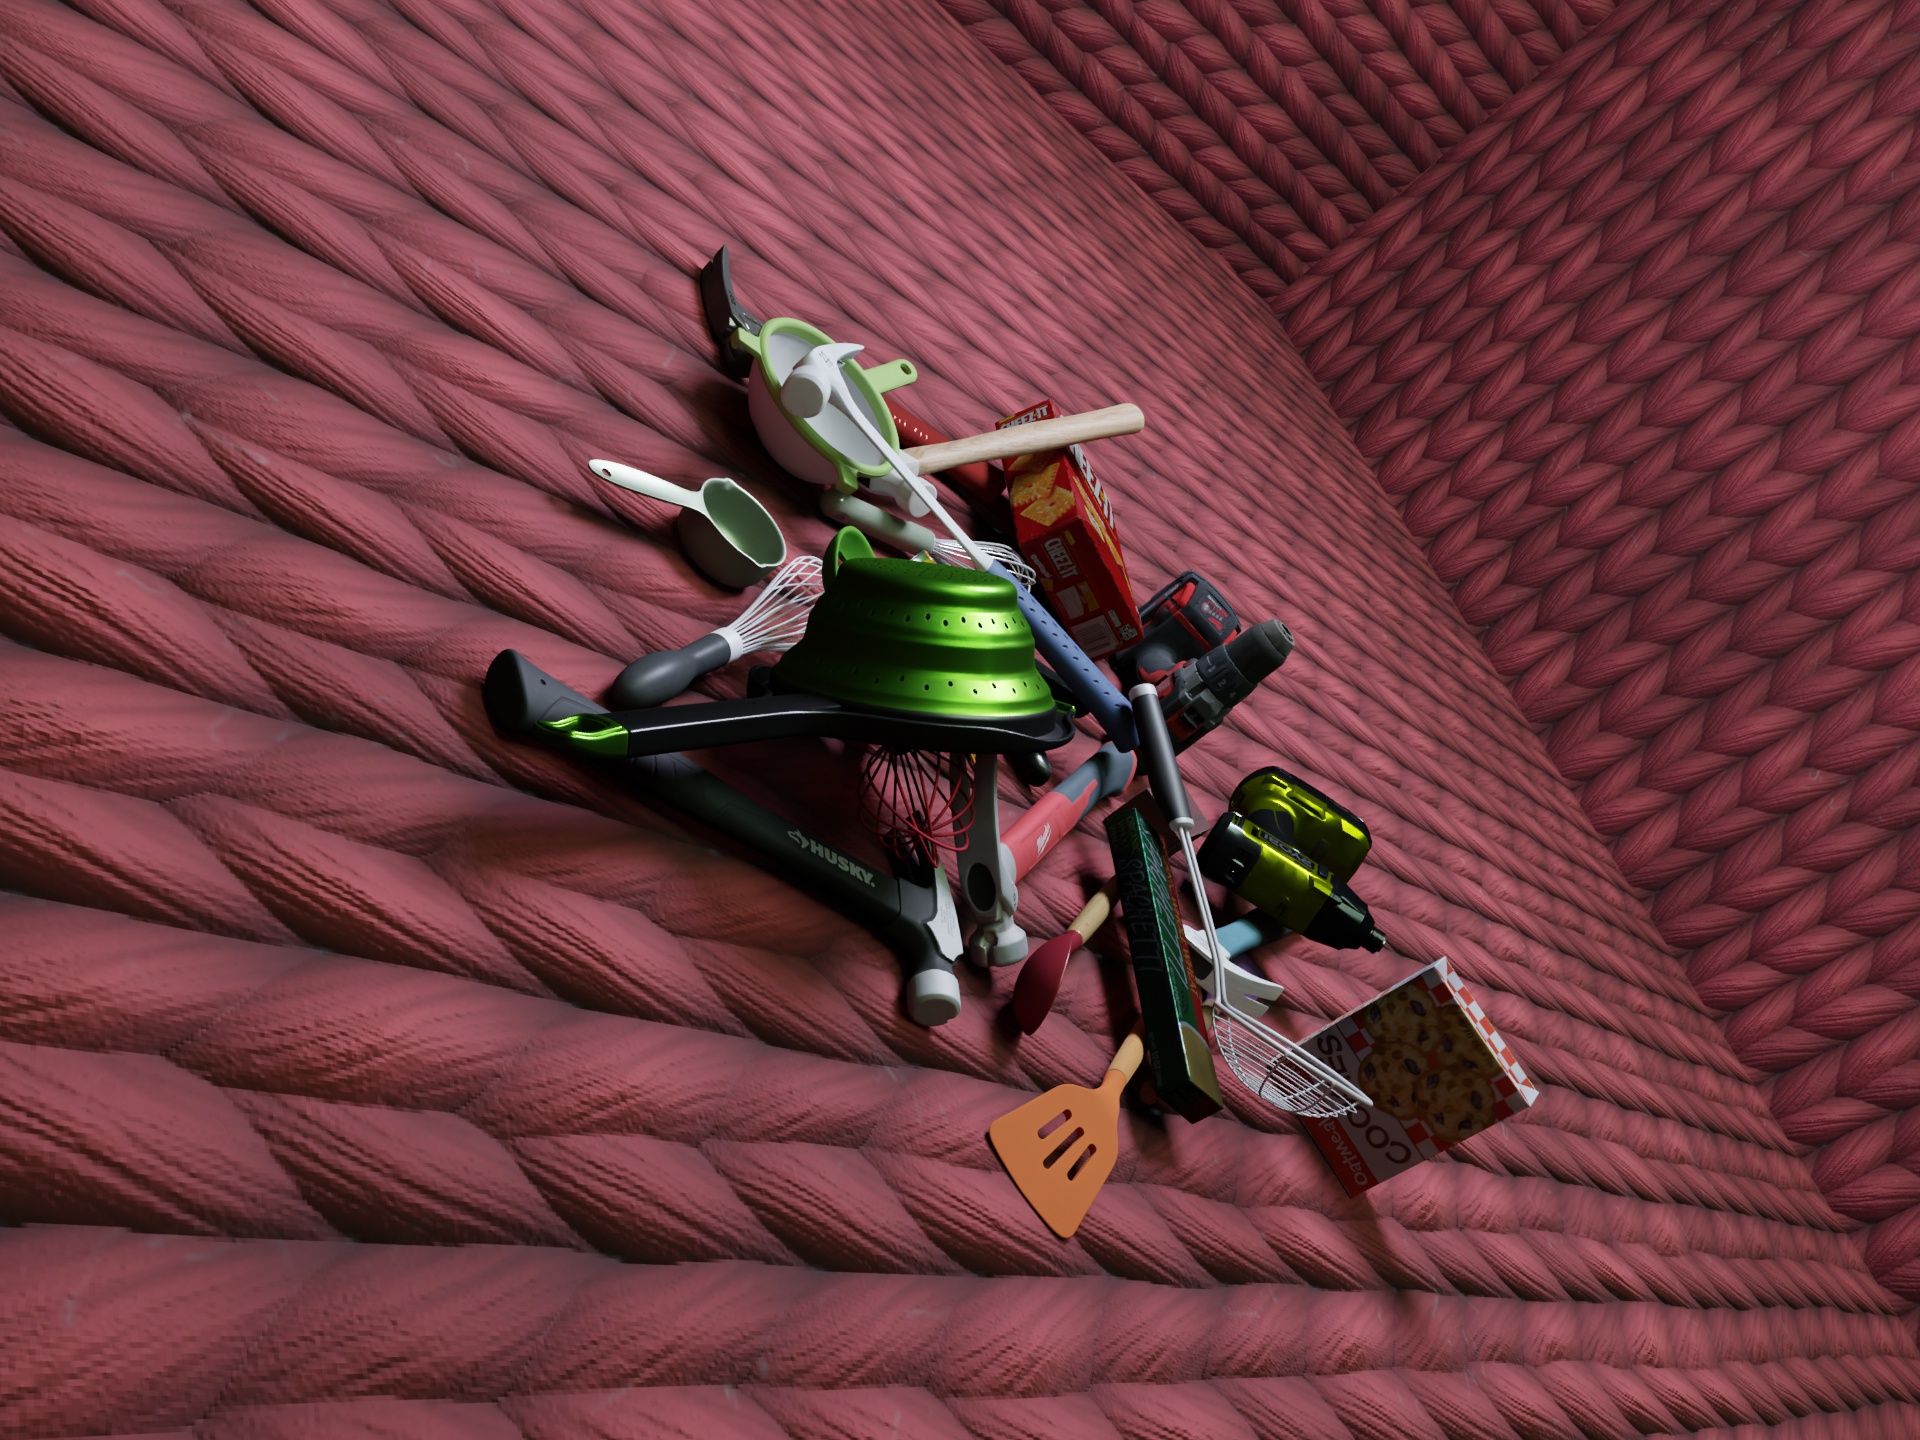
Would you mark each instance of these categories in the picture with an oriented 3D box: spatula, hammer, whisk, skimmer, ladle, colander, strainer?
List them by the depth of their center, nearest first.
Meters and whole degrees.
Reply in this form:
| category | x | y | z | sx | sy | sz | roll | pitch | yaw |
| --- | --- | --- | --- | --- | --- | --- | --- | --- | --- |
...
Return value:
| category | x | y | z | sx | sy | sz | roll | pitch | yaw |
| --- | --- | --- | --- | --- | --- | --- | --- | --- | --- |
| colander | -0.074 | -0.041 | 0.911 | 0.205 | 0.094 | 0.397 | 15 | 14 | 35 |
| hammer | -0.127 | 0.053 | 0.921 | 0.334 | 0.035 | 0.146 | 34 | 31 | -32 |
| whisk | -0.038 | 0.018 | 1.024 | 0.073 | 0.073 | 0.296 | 42 | 8 | -19 |
| whisk | -0.136 | -0.055 | 1.028 | 0.070 | 0.070 | 0.284 | 52 | 30 | 1 |
| spatula | 0.103 | 0.238 | 1.076 | 0.081 | 0.041 | 0.322 | 54 | 21 | 4 |
| ladle | 0.089 | 0.149 | 1.143 | 0.031 | 0.069 | 0.315 | 30 | 17 | 11 |
| hammer | 0.072 | 0.054 | 1.193 | 0.386 | 0.038 | 0.143 | -32 | 116 | -68 |
| skimmer | 0.209 | 0.124 | 1.194 | 0.127 | 0.090 | 0.364 | 33 | 39 | -57 |
| spatula | 0.187 | 0.229 | 1.231 | 0.060 | 0.018 | 0.316 | 48 | 24 | 8 |
| hammer | 0.014 | -0.132 | 1.251 | 0.405 | 0.035 | 0.144 | 48 | 23 | -17 |
| strainer | -0.106 | -0.260 | 1.320 | 0.151 | 0.069 | 0.256 | 53 | 27 | -4 |
| whisk | -0.024 | -0.148 | 1.350 | 0.246 | 0.058 | 0.059 | 19 | 70 | -43 |
| hammer | 0.249 | 0.179 | 1.364 | 0.128 | 0.033 | 0.331 | 43 | 19 | 20 |
| hammer | 0.039 | -0.249 | 1.424 | 0.331 | 0.031 | 0.130 | -19 | 42 | -38 |
| hammer | -0.085 | -0.294 | 1.451 | 0.358 | 0.036 | 0.149 | 26 | 35 | -42 |

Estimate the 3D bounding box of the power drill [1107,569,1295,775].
| category | x | y | z | sx | sy | sz | roll | pitch | yaw |
| --- | --- | --- | --- | --- | --- | --- | --- | --- | --- |
| power drill | 0.220 | -0.058 | 1.478 | 0.080 | 0.188 | 0.227 | 45 | 22 | -16 |

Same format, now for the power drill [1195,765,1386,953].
| category | x | y | z | sx | sy | sz | roll | pitch | yaw |
| --- | --- | --- | --- | --- | --- | --- | --- | --- | --- |
| power drill | 0.305 | 0.127 | 1.432 | 0.171 | 0.080 | 0.223 | 32 | 19 | 6 |

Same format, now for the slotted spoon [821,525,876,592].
| category | x | y | z | sx | sy | sz | roll | pitch | yaw |
| --- | --- | --- | --- | --- | --- | --- | --- | --- | --- |
| slotted spoon | -0.008 | -0.045 | 1.149 | 0.313 | 0.031 | 0.070 | 37 | 49 | -48 |

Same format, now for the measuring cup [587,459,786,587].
| category | x | y | z | sx | sy | sz | roll | pitch | yaw |
| --- | --- | --- | --- | --- | --- | --- | --- | --- | --- |
| measuring cup | -0.189 | -0.135 | 1.065 | 0.167 | 0.038 | 0.083 | 17 | 42 | -48 |

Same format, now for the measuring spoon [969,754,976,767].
| category | x | y | z | sx | sy | sz | roll | pitch | yaw |
| --- | --- | --- | --- | --- | --- | --- | --- | --- | --- |
| measuring spoon | -0.002 | -0.004 | 1.238 | 0.021 | 0.011 | 0.117 | 19 | 44 | -51 |
